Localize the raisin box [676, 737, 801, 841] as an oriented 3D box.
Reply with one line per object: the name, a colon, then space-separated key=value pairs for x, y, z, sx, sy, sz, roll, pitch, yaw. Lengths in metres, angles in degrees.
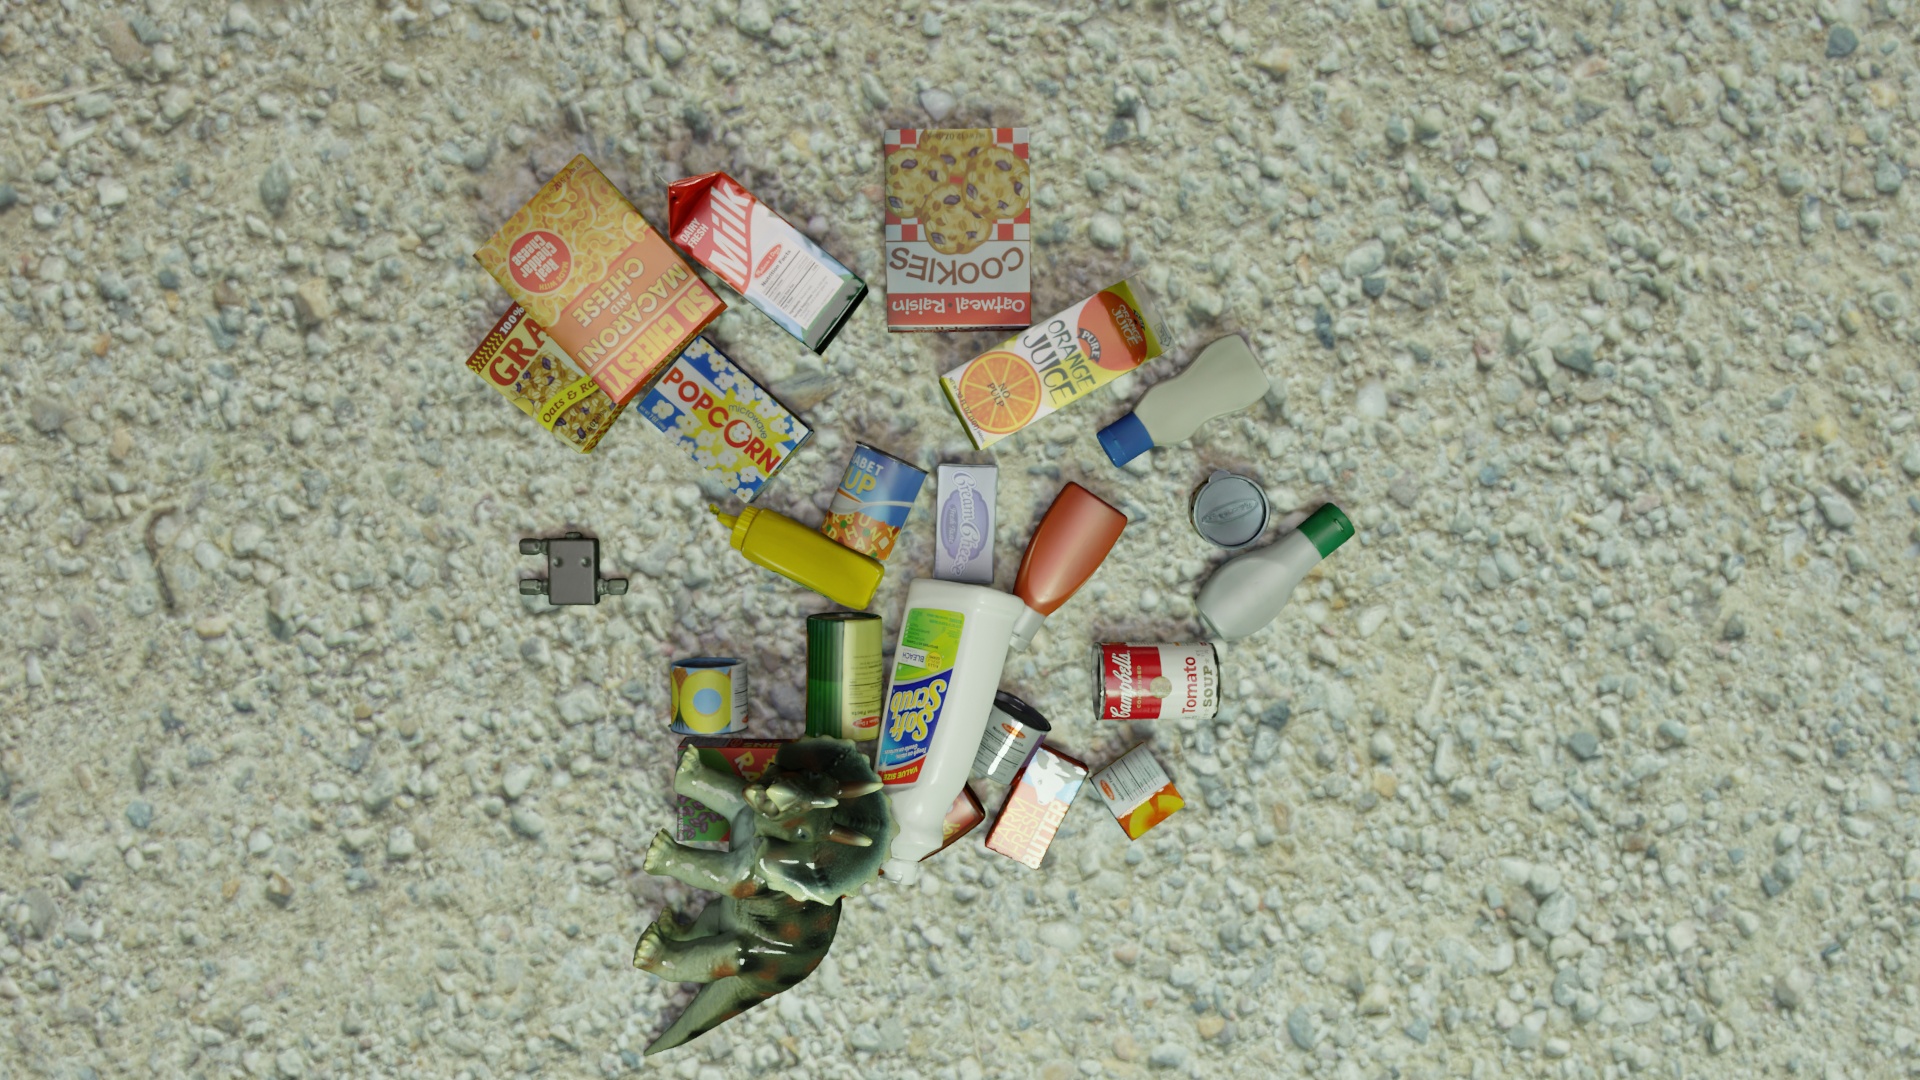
raisin box: x=-0.182 y=0.218 z=1.210 sx=0.123 sy=0.040 sz=0.086 roll=1 pitch=93 yaw=0

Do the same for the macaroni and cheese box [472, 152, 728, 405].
macaroni and cheese box: x=-0.293 y=-0.213 z=1.142 sx=0.123 sy=0.040 sz=0.166 roll=-43 pitch=92 yaw=1

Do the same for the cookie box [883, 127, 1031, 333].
cookie box: x=-0.002 y=-0.263 z=1.184 sx=0.123 sy=0.040 sz=0.167 roll=-1 pitch=92 yaw=-1

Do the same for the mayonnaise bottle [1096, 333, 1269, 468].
mayonnaise bottle: x=0.188 y=-0.116 z=1.196 sx=0.148 sy=0.041 sz=0.064 roll=-32 pitch=92 yaw=2

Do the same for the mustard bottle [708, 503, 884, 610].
mustard bottle: x=-0.145 y=0.008 z=1.188 sx=0.160 sy=0.065 sz=0.049 roll=25 pitch=89 yaw=4

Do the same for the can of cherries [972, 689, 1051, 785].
can of cherries: x=0.036 y=0.169 z=1.197 sx=0.071 sy=0.071 sz=0.058 roll=29 pitch=99 yaw=-3

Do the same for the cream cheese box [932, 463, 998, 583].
cream cheese box: x=0.004 y=-0.015 z=1.206 sx=0.053 sy=0.024 sz=0.103 roll=2 pitch=93 yaw=-1

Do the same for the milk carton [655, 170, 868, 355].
milk carton: x=-0.174 y=-0.243 z=1.166 sx=0.190 sy=0.072 sz=0.073 roll=38 pitch=92 yaw=-4

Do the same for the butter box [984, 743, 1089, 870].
butter box: x=0.066 y=0.233 z=1.222 sx=0.053 sy=0.024 sz=0.103 roll=27 pitch=93 yaw=-3

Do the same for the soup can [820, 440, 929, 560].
soup can: x=-0.076 y=-0.035 z=1.181 sx=0.071 sy=0.071 sz=0.083 roll=25 pitch=93 yaw=-2

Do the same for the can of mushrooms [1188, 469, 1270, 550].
can of mushrooms: x=0.232 y=-0.028 z=1.205 sx=0.071 sy=0.033 sz=0.071 roll=0 pitch=94 yaw=0

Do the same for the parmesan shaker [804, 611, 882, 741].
parmesan shaker: x=-0.099 y=0.115 z=1.194 sx=0.071 sy=0.071 sz=0.103 roll=1 pitch=93 yaw=-1

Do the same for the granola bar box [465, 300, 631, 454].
granola bar box: x=-0.319 y=-0.175 z=1.184 sx=0.124 sy=0.039 sz=0.165 roll=38 pitch=92 yaw=-3

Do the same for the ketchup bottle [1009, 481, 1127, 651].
ketchup bottle: x=0.080 y=0.025 z=1.200 sx=0.065 sy=0.043 sz=0.148 roll=33 pitch=93 yaw=-2

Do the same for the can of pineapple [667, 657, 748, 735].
can of pineapple: x=-0.217 y=0.133 z=1.190 sx=0.071 sy=0.071 sz=0.058 roll=0 pitch=93 yaw=-1

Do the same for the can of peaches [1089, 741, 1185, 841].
can of peaches: x=0.154 y=0.218 z=1.204 sx=0.058 sy=0.071 sz=0.071 roll=-35 pitch=94 yaw=1

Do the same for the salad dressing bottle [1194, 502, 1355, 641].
salad dressing bottle: x=0.274 y=0.026 z=1.204 sx=0.147 sy=0.044 sz=0.064 roll=-38 pitch=92 yaw=0

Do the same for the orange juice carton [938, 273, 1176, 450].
orange juice carton: x=0.082 y=-0.151 z=1.175 sx=0.193 sy=0.073 sz=0.071 roll=-28 pitch=93 yaw=0

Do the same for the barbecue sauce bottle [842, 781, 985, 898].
barbecue sauce bottle: x=-0.054 y=0.257 z=1.212 sx=0.148 sy=0.043 sz=0.065 roll=-35 pitch=84 yaw=2

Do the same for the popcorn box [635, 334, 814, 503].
popcorn box: x=-0.201 y=-0.104 z=1.190 sx=0.126 sy=0.038 sz=0.085 roll=41 pitch=92 yaw=-3
